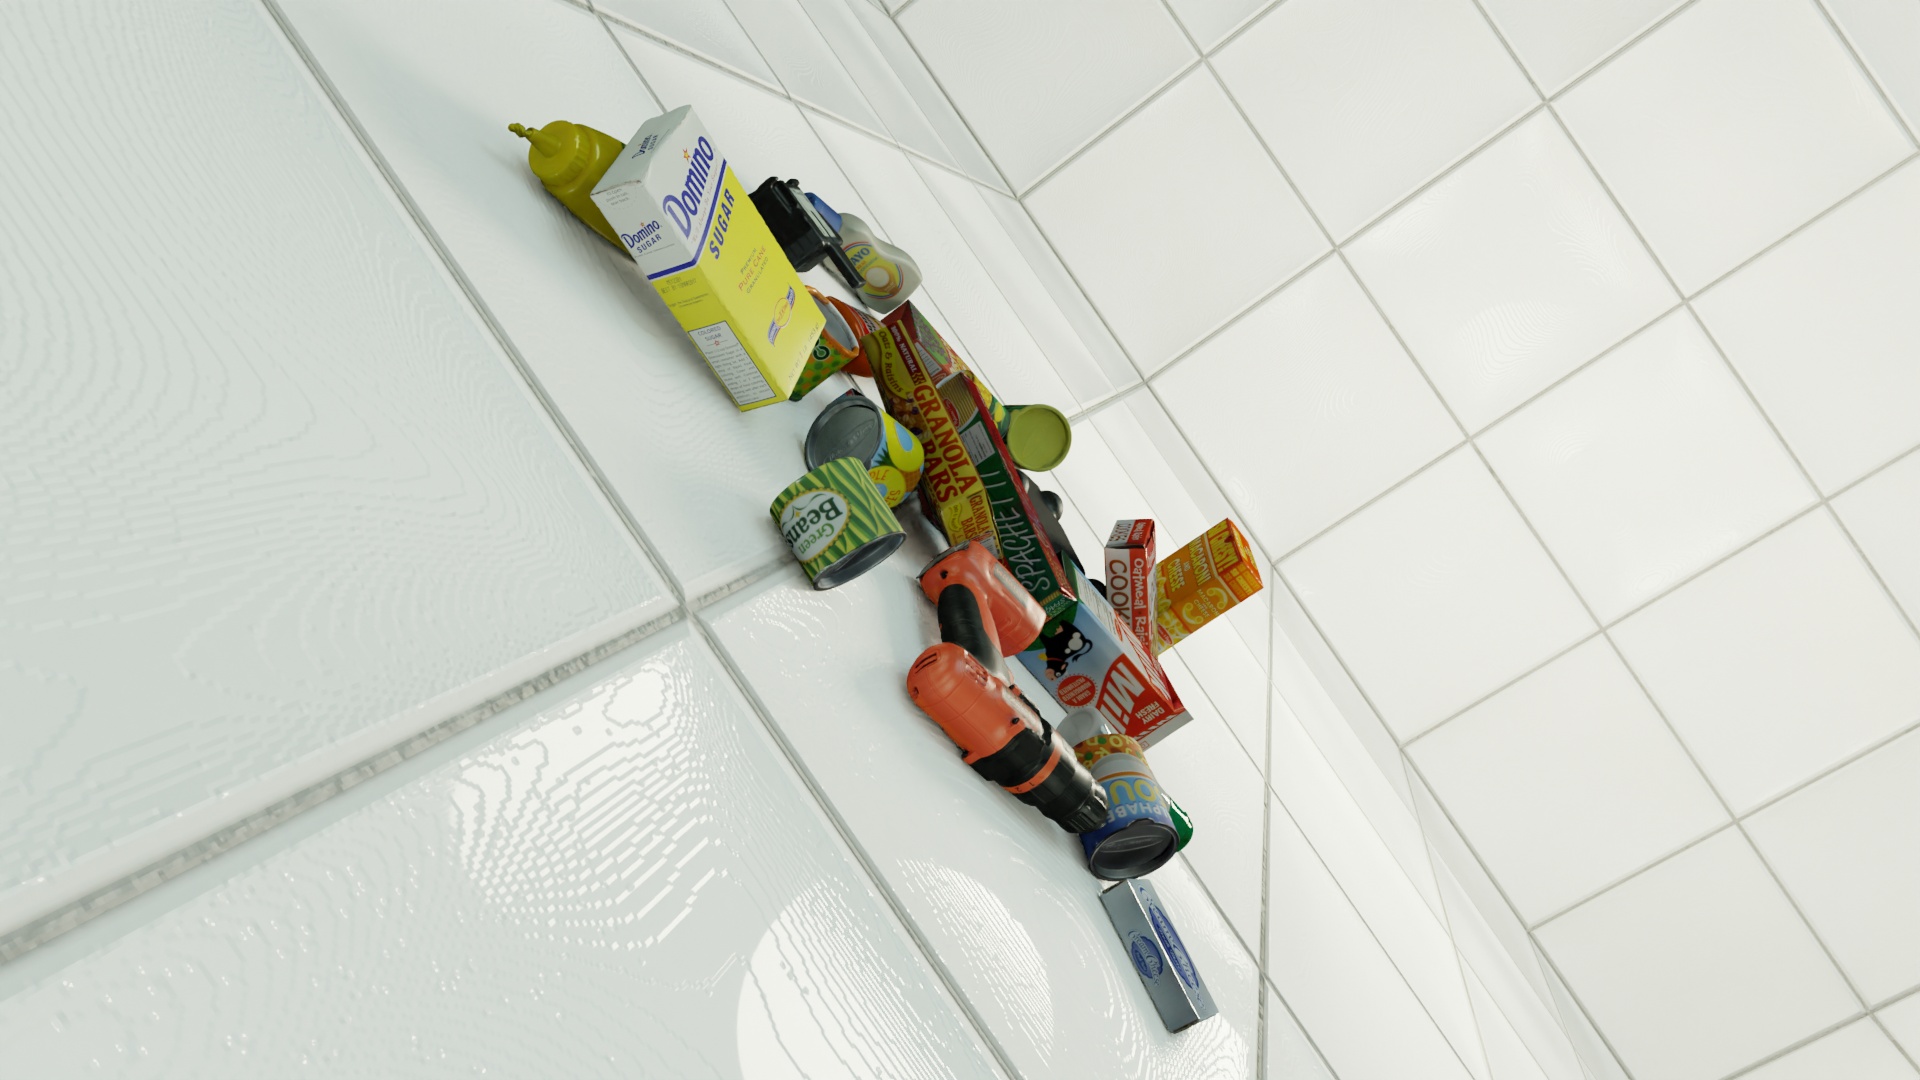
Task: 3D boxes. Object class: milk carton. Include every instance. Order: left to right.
[{"bbox_3d":[0.116,0.108,1.168,0.190,0.072,0.074,47,17,-22],"label":"milk carton"}]

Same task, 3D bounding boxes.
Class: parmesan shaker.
[{"bbox_3d":[0.061,-0.106,1.389,0.071,0.071,0.103,51,-9,-14],"label":"parmesan shaker"}]

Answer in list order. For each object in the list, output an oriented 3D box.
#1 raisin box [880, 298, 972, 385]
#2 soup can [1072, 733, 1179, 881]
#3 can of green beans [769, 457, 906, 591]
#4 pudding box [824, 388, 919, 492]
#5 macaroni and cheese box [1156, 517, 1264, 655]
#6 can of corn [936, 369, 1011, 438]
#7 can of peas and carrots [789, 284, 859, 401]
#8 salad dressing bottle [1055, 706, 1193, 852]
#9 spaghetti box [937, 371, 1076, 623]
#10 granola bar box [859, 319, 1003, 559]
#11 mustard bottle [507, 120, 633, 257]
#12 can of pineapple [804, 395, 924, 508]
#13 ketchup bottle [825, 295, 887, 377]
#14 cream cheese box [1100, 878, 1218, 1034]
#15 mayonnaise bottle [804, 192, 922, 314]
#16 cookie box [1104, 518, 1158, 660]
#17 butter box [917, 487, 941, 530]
[{"bbox_3d":[-0.024,-0.171,1.388,0.123,0.040,0.086,46,17,-33],"label":"raisin box"},{"bbox_3d":[0.112,0.188,0.994,0.071,0.071,0.084,42,20,-41],"label":"soup can"},{"bbox_3d":[-0.076,-0.010,0.856,0.058,0.071,0.071,58,16,11],"label":"can of green beans"},{"bbox_3d":[-0.068,-0.071,1.071,0.049,0.030,0.084,34,26,-56],"label":"pudding box"},{"bbox_3d":[0.216,0.055,1.393,0.040,0.166,0.124,51,16,-14],"label":"macaroni and cheese box"},{"bbox_3d":[0.005,-0.117,1.311,0.058,0.071,0.071,45,18,-31],"label":"can of corn"},{"bbox_3d":[-0.118,-0.146,1.024,0.071,0.058,0.071,49,16,-19],"label":"can of peas and carrots"},{"bbox_3d":[0.131,0.192,1.094,0.147,0.044,0.064,48,8,-27],"label":"salad dressing bottle"},{"bbox_3d":[0.027,-0.035,1.145,0.028,0.050,0.251,34,27,-49],"label":"spaghetti box"},{"bbox_3d":[-0.021,-0.071,1.075,0.123,0.039,0.166,72,-7,-64],"label":"granola bar box"},{"bbox_3d":[-0.227,-0.228,0.888,0.160,0.048,0.065,25,39,-62],"label":"mustard bottle"},{"bbox_3d":[-0.067,-0.059,0.983,0.058,0.071,0.071,35,25,-52],"label":"can of pineapple"},{"bbox_3d":[-0.081,-0.169,1.208,0.065,0.043,0.149,58,15,12],"label":"ketchup bottle"},{"bbox_3d":[0.137,0.284,0.956,0.104,0.024,0.053,62,16,23],"label":"cream cheese box"},{"bbox_3d":[-0.104,-0.279,1.338,0.148,0.064,0.041,33,23,-44],"label":"mayonnaise bottle"},{"bbox_3d":[0.159,0.072,1.271,0.123,0.040,0.167,-48,135,-74],"label":"cookie box"},{"bbox_3d":[0.004,-0.015,1.177,0.103,0.024,0.053,44,20,-34],"label":"butter box"}]
